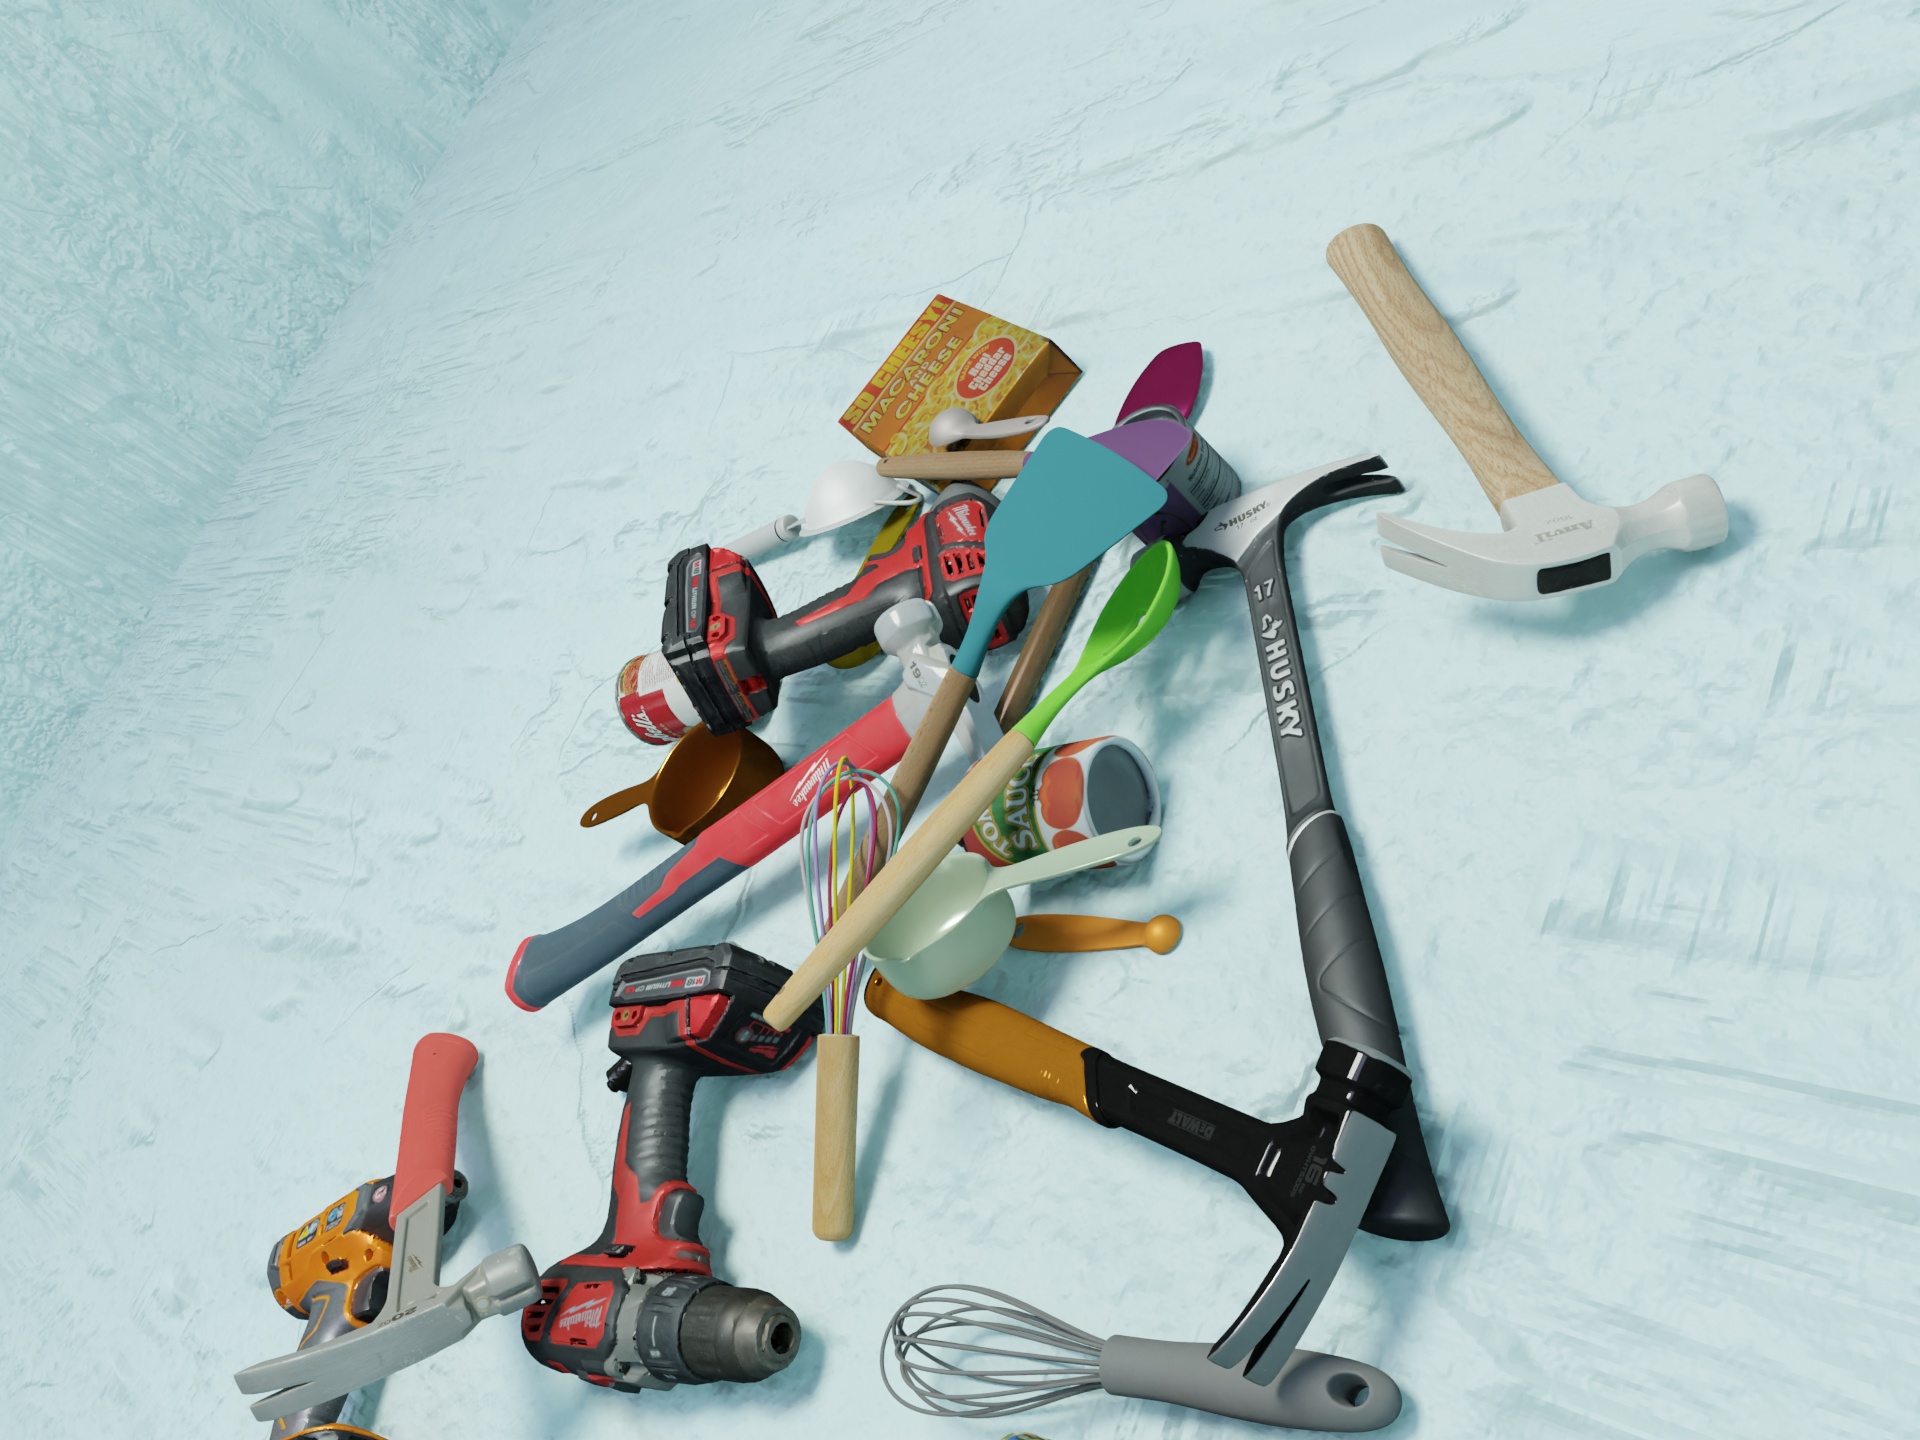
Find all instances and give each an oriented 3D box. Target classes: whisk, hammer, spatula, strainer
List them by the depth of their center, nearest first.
[{"bbox_3d":[0.062,0.261,0.637,0.239,0.055,0.055,-11,53,37],"label":"whisk"},{"bbox_3d":[0.046,0.165,0.712,0.337,0.034,0.127,10,69,57],"label":"hammer"},{"bbox_3d":[0.163,0.036,0.723,0.149,0.036,0.409,-28,43,28],"label":"hammer"},{"bbox_3d":[0.239,-0.166,0.787,0.130,0.031,0.332,-16,40,6],"label":"hammer"},{"bbox_3d":[-0.060,0.140,0.820,0.047,0.051,0.245,159,114,-66],"label":"whisk"},{"bbox_3d":[-0.001,-0.003,0.847,0.082,0.044,0.317,37,110,29],"label":"spatula"},{"bbox_3d":[0.030,-0.154,0.950,0.060,0.018,0.316,-50,28,-17],"label":"spatula"},{"bbox_3d":[-0.135,0.091,0.954,0.386,0.038,0.143,-35,68,24],"label":"hammer"},{"bbox_3d":[-0.333,0.278,0.961,0.149,0.036,0.359,-20,17,-11],"label":"hammer"},{"bbox_3d":[-0.124,-0.145,1.172,0.258,0.050,0.087,-16,19,47],"label":"strainer"}]

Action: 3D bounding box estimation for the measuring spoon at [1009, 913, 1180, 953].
[{"bbox_3d":[0.060,0.105,0.794,0.117,0.011,0.021,-6,56,45],"label":"measuring spoon"}]

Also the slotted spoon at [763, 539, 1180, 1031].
[{"bbox_3d":[0.013,0.028,0.773,0.314,0.031,0.070,-48,10,-19],"label":"slotted spoon"}]

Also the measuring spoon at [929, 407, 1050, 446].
[{"bbox_3d":[0.017,-0.188,0.995,0.034,0.018,0.124,-38,24,-22],"label":"measuring spoon"}]

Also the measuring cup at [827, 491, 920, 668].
[{"bbox_3d":[-0.054,-0.096,1.082,0.062,0.029,0.157,-4,45,36],"label":"measuring cup"}]

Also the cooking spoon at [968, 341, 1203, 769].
[{"bbox_3d":[0.071,-0.096,0.943,0.069,0.017,0.319,2,63,54],"label":"cooking spoon"}]

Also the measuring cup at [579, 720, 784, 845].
[{"bbox_3d":[-0.187,0.058,1.071,0.173,0.052,0.095,-20,47,39],"label":"measuring cup"}]

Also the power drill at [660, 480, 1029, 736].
[{"bbox_3d":[-0.069,-0.081,0.991,0.219,0.078,0.143,-17,41,8],"label":"power drill"}]

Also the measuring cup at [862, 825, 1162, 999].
[{"bbox_3d":[0.029,0.090,0.767,0.167,0.038,0.083,-21,25,26],"label":"measuring cup"}]

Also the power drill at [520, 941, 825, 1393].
[{"bbox_3d":[-0.139,0.239,0.848,0.188,0.080,0.227,-14,54,41],"label":"power drill"}]

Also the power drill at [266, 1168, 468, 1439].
[{"bbox_3d":[-0.374,0.387,0.976,0.164,0.084,0.227,-34,36,22],"label":"power drill"}]
